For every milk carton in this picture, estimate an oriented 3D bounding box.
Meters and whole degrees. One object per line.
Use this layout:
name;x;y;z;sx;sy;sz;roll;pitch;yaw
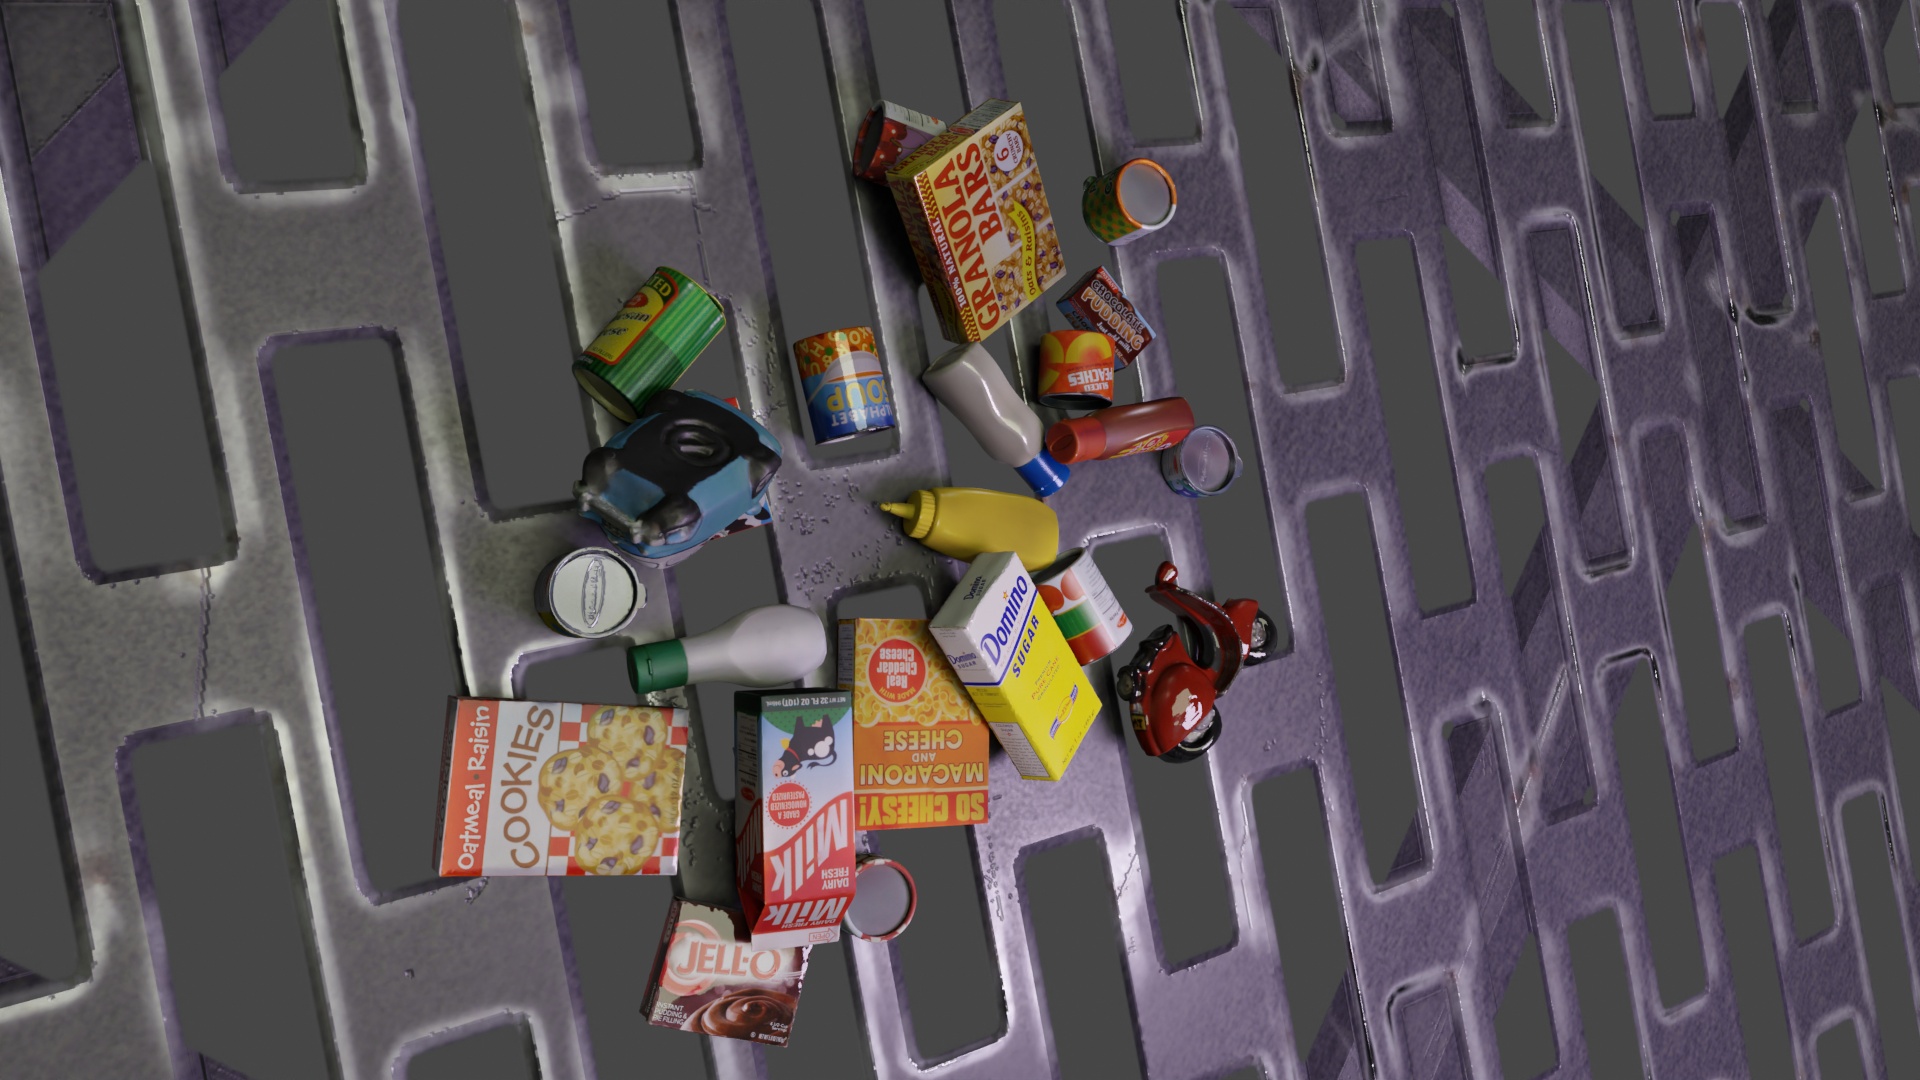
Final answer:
milk carton;-0.124;0.207;1.037;0.072;0.073;0.190;1;86;-26

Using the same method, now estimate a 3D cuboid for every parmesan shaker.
parmesan shaker;-0.232;-0.146;1.040;0.071;0.071;0.103;43;69;-18

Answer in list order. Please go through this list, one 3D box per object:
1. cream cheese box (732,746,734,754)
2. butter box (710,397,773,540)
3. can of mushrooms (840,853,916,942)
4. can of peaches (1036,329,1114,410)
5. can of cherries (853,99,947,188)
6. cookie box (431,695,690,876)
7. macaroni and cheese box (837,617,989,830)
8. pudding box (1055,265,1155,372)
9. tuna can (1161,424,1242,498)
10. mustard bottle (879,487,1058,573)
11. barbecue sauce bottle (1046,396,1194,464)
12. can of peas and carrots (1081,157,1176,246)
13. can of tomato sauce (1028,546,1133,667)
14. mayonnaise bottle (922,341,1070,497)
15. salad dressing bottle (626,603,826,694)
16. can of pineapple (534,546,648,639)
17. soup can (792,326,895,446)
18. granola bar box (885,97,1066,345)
cream cheese box;-0.138;0.202;1.086;0.053;0.024;0.103;-17;94;-27
butter box;-0.187;-0.056;1.082;0.053;0.024;0.103;-19;95;-27
can of mushrooms;-0.068;0.284;1.110;0.071;0.033;0.071;2;84;-26
can of peaches;0.102;-0.148;1.210;0.071;0.071;0.058;7;82;-26
can of cherries;-0.051;-0.321;1.150;0.058;0.071;0.071;12;81;-26
cookie box;-0.287;0.178;1.004;0.168;0.040;0.123;7;83;-27
macaroni and cheese box;-0.038;0.148;1.132;0.124;0.040;0.166;3;84;-27
pudding box;0.131;-0.199;1.251;0.050;0.030;0.083;-47;106;-23
tuna can;0.223;-0.072;1.286;0.071;0.033;0.071;2;85;-27
mustard bottle;0.004;-0.015;1.161;0.160;0.048;0.065;13;66;-24
barbecue sauce bottle;0.136;-0.094;1.207;0.149;0.064;0.044;-13;79;-43
can of peas and carrots;0.151;-0.307;1.254;0.071;0.058;0.071;2;85;-27
can of tomato sauce;0.098;0.058;1.195;0.071;0.071;0.083;-36;102;-24
mayonnaise bottle;0.035;-0.100;1.179;0.148;0.064;0.041;48;55;-21
salad dressing bottle;-0.179;0.086;1.065;0.148;0.044;0.064;-8;85;-26
can of pineapple;-0.271;0.040;1.013;0.071;0.058;0.071;2;86;-27
soup can;-0.092;-0.124;1.109;0.071;0.071;0.083;-14;93;-27
granola bar box;0.016;-0.262;1.152;0.125;0.039;0.164;-42;134;-23
